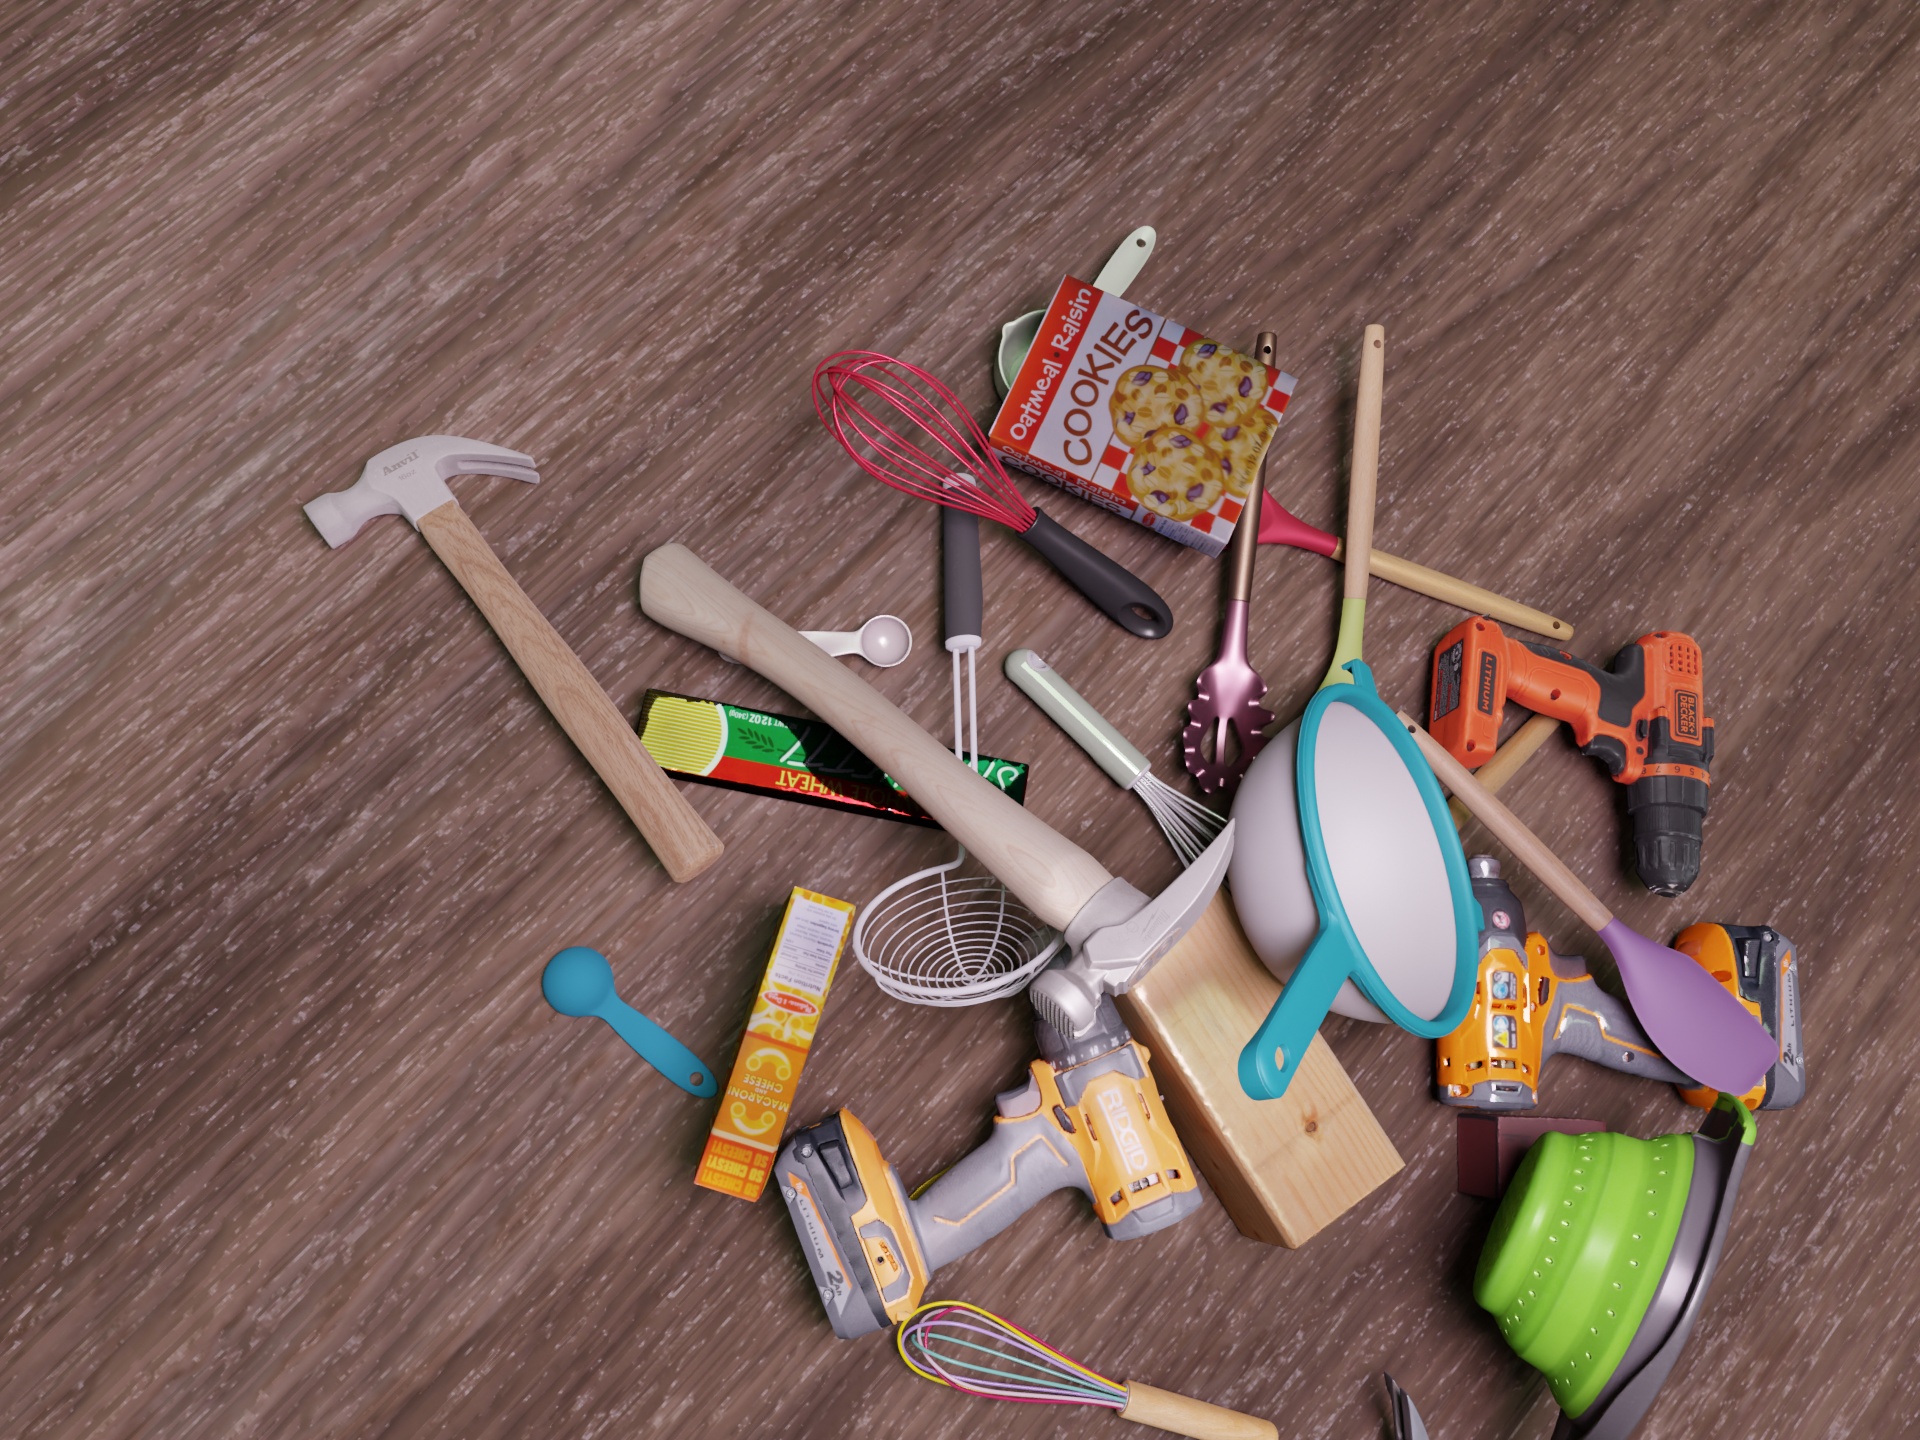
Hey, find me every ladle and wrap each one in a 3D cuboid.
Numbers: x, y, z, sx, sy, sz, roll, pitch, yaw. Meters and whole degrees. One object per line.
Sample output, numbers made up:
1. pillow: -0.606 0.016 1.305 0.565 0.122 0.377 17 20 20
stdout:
1. ladle: 0.270 -0.108 1.055 0.078 0.062 0.320 6 87 -15
2. ladle: 0.281 -0.113 1.097 0.315 0.031 0.069 19 82 -8

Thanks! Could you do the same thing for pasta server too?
1. pasta server: 0.187 -0.106 1.046 0.060 0.040 0.316 8 83 -1

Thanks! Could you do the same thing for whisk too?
1. whisk: 0.120 0.042 1.030 0.246 0.059 0.058 44 31 5
2. whisk: 0.079 0.397 0.951 0.245 0.051 0.047 20 71 -9
3. whisk: 0.028 -0.137 1.006 0.295 0.073 0.073 35 74 -24

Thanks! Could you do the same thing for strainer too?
1. strainer: 0.190 0.115 0.895 0.340 0.095 0.211 -39 105 -53

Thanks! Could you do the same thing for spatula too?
1. spatula: 0.385 0.111 1.001 0.060 0.018 0.316 -42 84 -10

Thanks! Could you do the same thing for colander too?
1. colander: 0.328 0.381 0.923 0.094 0.204 0.397 24 94 18

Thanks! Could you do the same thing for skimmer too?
1. skimmer: -0.002 -0.003 0.961 0.127 0.090 0.364 -6 67 10

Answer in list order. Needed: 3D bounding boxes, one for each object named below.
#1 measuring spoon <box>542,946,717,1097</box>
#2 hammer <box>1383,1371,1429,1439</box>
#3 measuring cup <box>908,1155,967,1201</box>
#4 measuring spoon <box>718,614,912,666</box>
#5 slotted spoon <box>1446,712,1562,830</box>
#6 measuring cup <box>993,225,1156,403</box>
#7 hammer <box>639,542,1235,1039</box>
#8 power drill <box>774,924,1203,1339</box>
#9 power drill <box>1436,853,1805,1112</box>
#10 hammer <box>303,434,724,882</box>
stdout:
1. measuring spoon: -0.196 0.184 0.954 0.128 0.021 0.042 39 75 1
2. hammer: 0.094 0.487 0.926 0.386 0.038 0.143 -7 94 -10
3. measuring cup: 0.034 0.262 0.983 0.156 0.029 0.062 -30 83 -2
4. measuring spoon: -0.093 -0.047 1.026 0.124 0.018 0.034 -4 80 -4
5. slotted spoon: 0.321 0.071 1.067 0.314 0.031 0.070 -41 85 -16
6. measuring cup: 0.084 -0.271 1.088 0.083 0.038 0.168 35 73 -2
7. hammer: -0.036 0.004 0.923 0.411 0.038 0.146 37 67 26
8. power drill: 0.007 0.239 0.934 0.226 0.084 0.185 -21 83 -5
9. power drill: 0.421 0.174 1.038 0.226 0.084 0.164 4 77 -6
10. hammer: -0.251 -0.041 0.964 0.130 0.031 0.331 -36 79 -16
